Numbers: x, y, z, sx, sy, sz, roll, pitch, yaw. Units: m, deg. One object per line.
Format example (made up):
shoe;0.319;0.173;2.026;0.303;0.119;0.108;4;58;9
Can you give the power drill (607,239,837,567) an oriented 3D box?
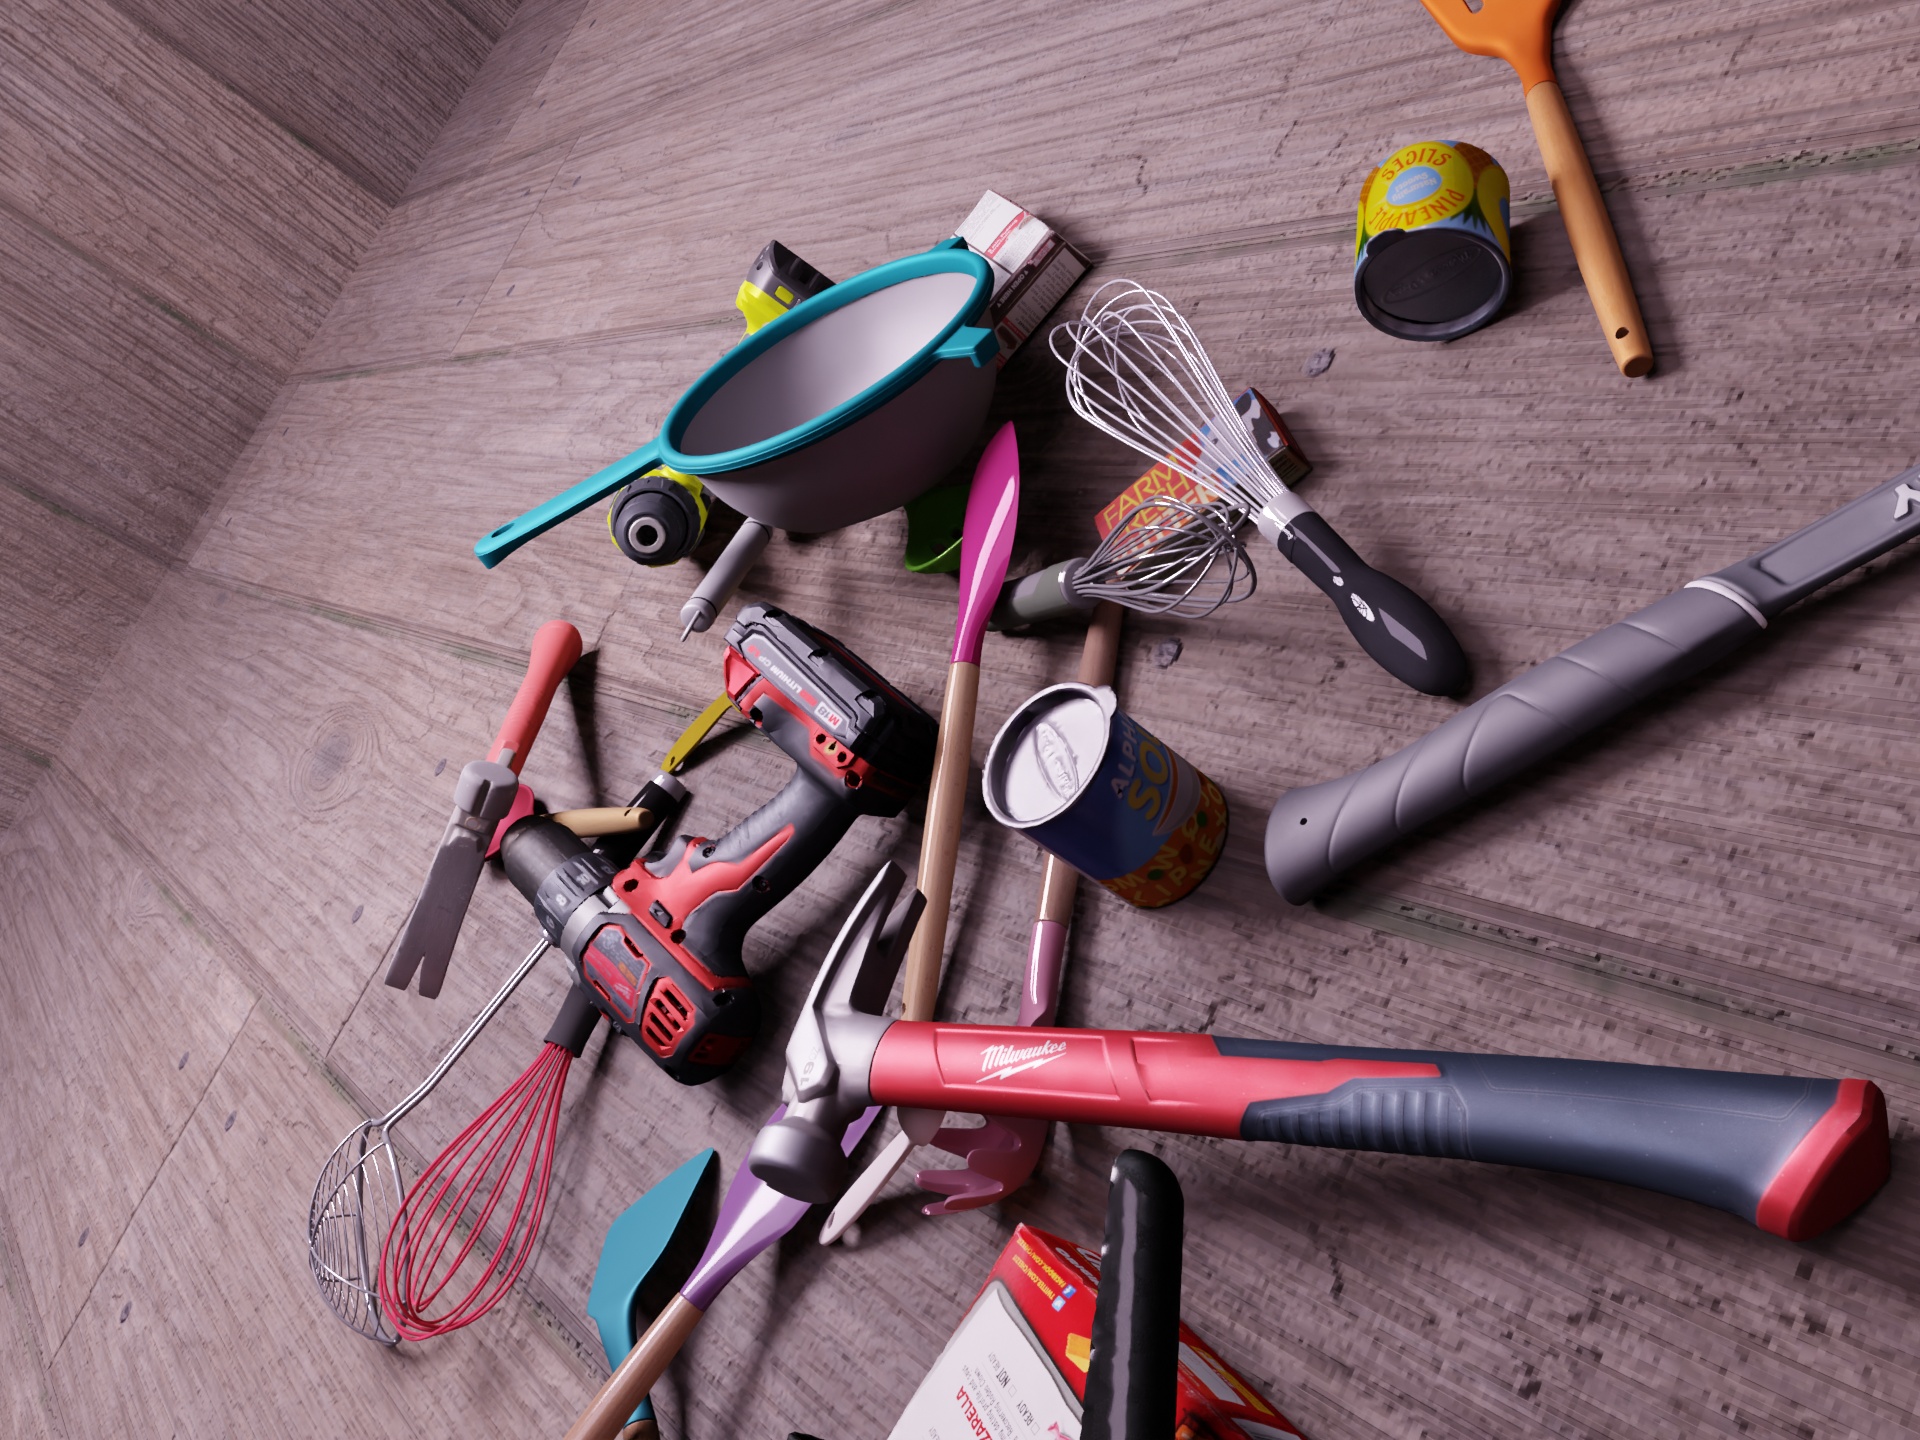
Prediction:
power drill;-0.158;-0.202;1.063;0.228;0.080;0.191;-54;13;7

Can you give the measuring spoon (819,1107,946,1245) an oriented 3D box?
measuring spoon;-0.038;0.187;0.679;0.124;0.018;0.034;-56;14;33

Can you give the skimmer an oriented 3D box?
skimmer;-0.265;0.196;0.960;0.363;0.090;0.127;-53;30;-15

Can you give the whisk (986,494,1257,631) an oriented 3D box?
whisk;0.060;-0.065;0.734;0.058;0.059;0.246;-53;16;-17

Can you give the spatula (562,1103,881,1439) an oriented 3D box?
spatula;-0.136;0.278;0.702;0.060;0.018;0.316;15;60;49

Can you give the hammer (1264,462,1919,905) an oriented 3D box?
hammer;0.272;-0.044;0.521;0.409;0.036;0.149;-35;41;27

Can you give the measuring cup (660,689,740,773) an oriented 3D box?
measuring cup;-0.138;-0.001;0.981;0.156;0.029;0.062;-40;37;40

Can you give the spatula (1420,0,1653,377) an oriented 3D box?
spatula;0.260;-0.271;0.710;0.081;0.041;0.323;-27;45;33

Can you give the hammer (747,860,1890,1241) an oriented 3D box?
hammer;0.097;0.112;0.548;0.386;0.038;0.143;-5;48;36

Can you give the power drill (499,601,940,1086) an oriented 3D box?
power drill;-0.134;0.051;0.835;0.188;0.080;0.226;39;96;28

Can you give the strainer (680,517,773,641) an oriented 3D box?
strainer;-0.122;-0.118;0.983;0.087;0.050;0.259;-44;14;36

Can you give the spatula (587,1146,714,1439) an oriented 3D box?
spatula;-0.127;0.335;0.695;0.082;0.044;0.318;-40;43;19

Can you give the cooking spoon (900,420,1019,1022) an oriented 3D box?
cooking spoon;-0.001;-0.002;0.778;0.068;0.017;0.319;143;138;-64

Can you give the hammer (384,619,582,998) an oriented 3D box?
hammer;-0.296;0.026;1.039;0.359;0.036;0.149;-100;33;-66

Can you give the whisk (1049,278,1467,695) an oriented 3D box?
whisk;0.124;-0.104;0.694;0.070;0.070;0.285;-46;51;14

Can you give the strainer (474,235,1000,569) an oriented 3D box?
strainer;-0.115;-0.144;0.916;0.340;0.095;0.211;-26;31;11

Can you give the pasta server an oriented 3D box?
pasta server;0.038;0.064;0.704;0.060;0.040;0.316;-43;29;56

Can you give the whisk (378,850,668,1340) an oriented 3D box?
whisk;-0.233;0.203;0.895;0.073;0.073;0.296;-6;52;47

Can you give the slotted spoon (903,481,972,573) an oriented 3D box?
slotted spoon;-0.045;-0.158;0.988;0.070;0.031;0.314;-44;34;3

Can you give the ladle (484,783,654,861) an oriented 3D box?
ladle;-0.262;0.066;1.023;0.315;0.031;0.069;-7;45;57
